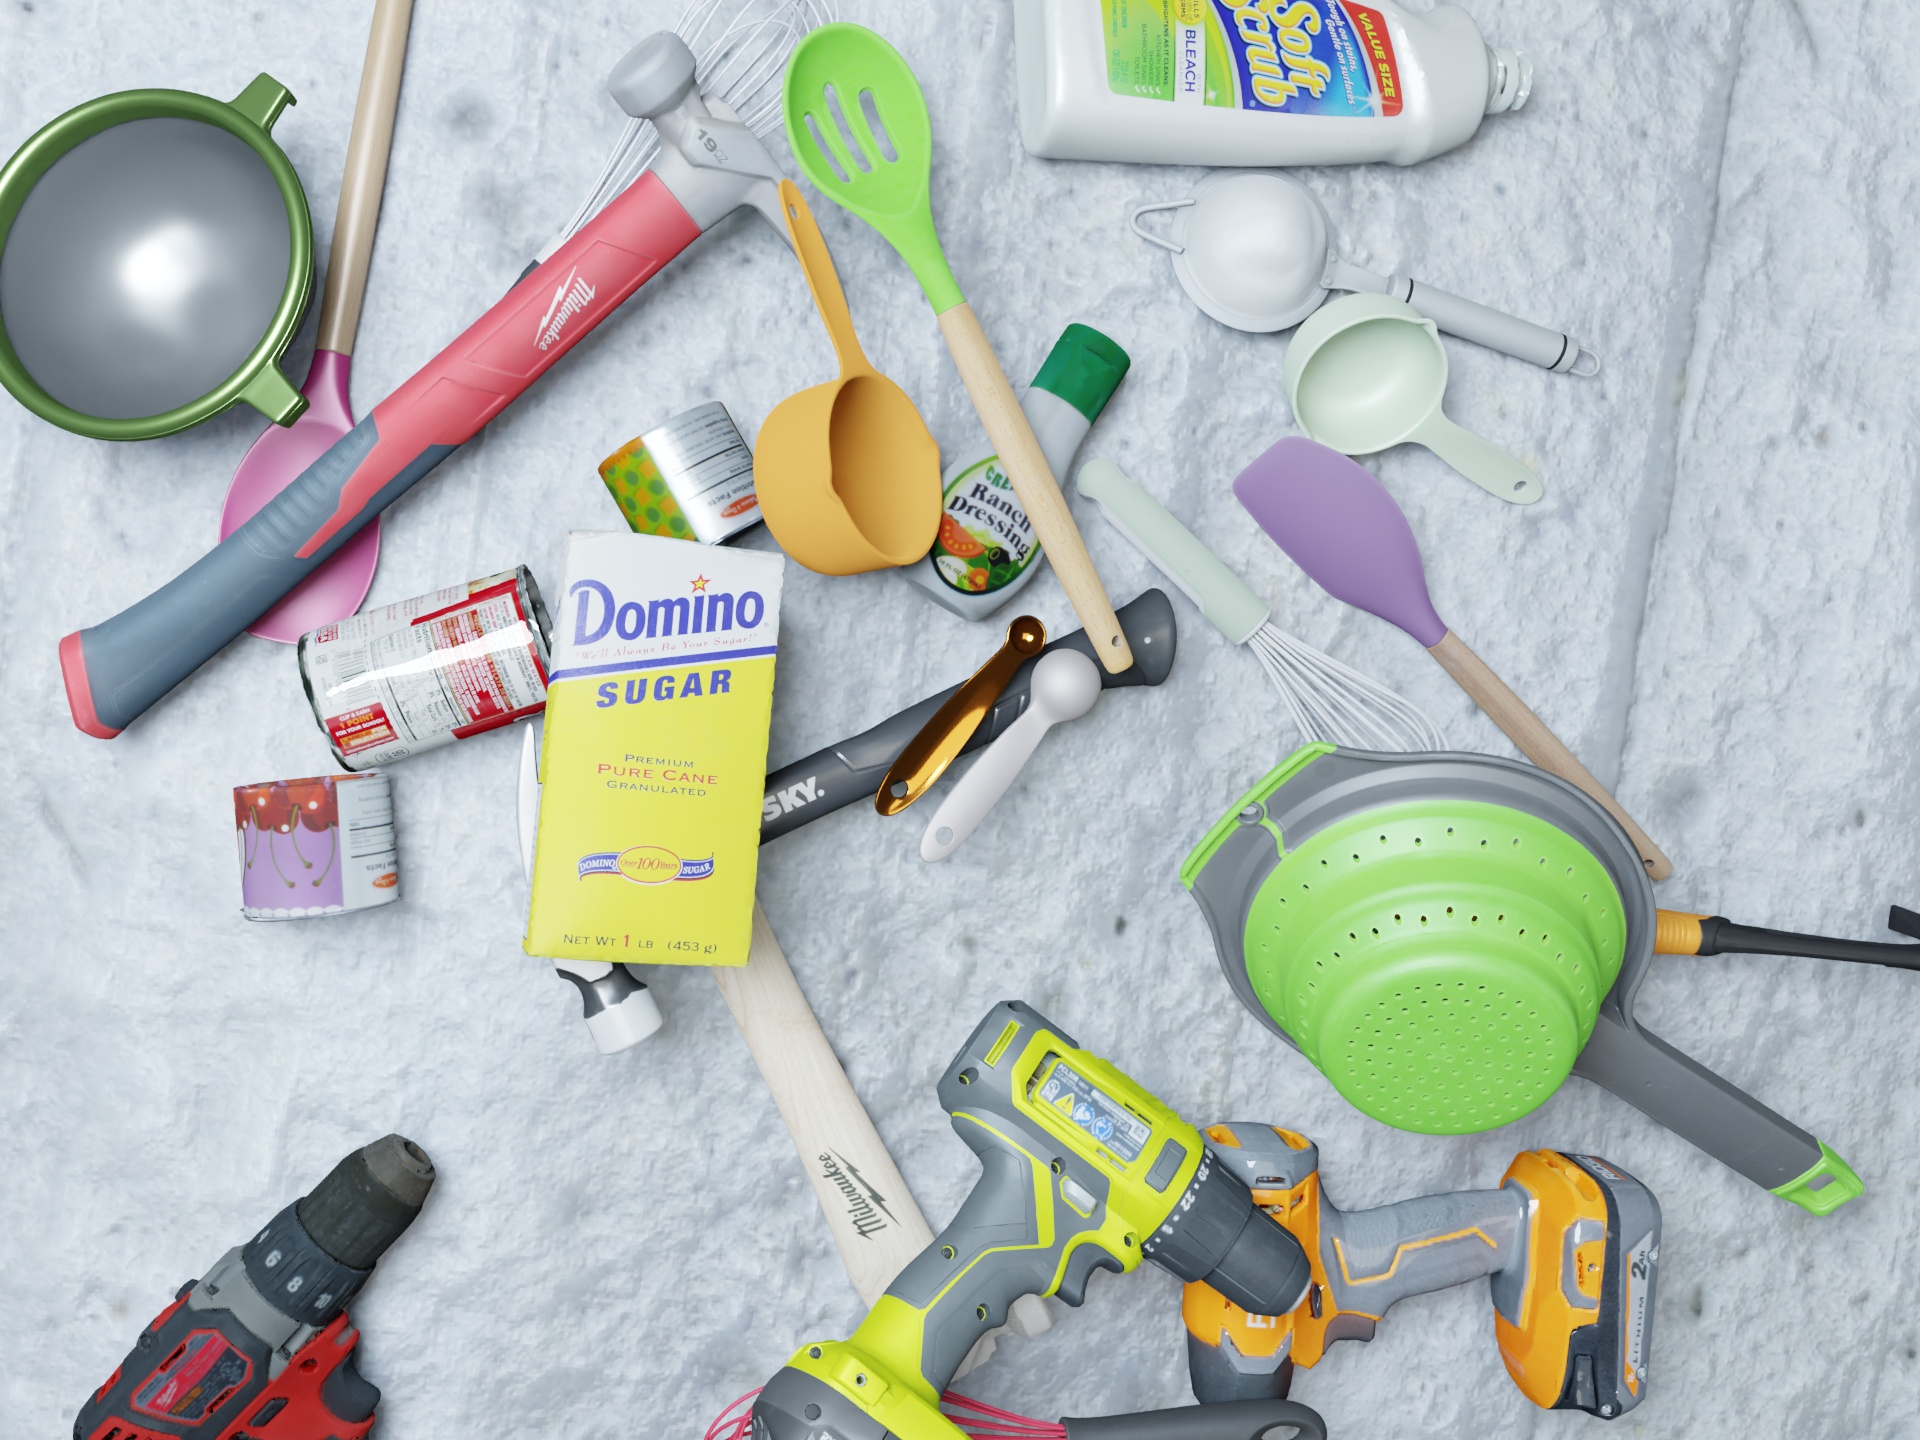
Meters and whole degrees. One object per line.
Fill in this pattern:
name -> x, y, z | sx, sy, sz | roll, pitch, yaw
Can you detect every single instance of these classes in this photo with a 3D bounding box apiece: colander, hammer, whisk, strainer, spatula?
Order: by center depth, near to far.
strainer -> -0.388, -0.180, 0.689 | 0.256, 0.069, 0.151 | -6, 83, 6
hammer -> -0.228, -0.118, 0.702 | 0.386, 0.038, 0.143 | -41, 127, 1
whisk -> -0.160, -0.233, 0.725 | 0.070, 0.070, 0.284 | 42, 91, -9
whisk -> 0.029, 0.336, 0.737 | 0.295, 0.073, 0.073 | 2, 93, -9
hammer -> -0.043, 0.014, 0.738 | 0.335, 0.035, 0.146 | -25, 95, -17
colander -> 0.287, 0.164, 0.751 | 0.397, 0.095, 0.204 | 32, 123, -12
hammer -> -0.100, 0.141, 0.761 | 0.146, 0.038, 0.410 | -24, 96, -6
whisk -> 0.150, -0.041, 0.788 | 0.246, 0.058, 0.059 | 43, 93, -4
strainer -> 0.211, -0.218, 0.793 | 0.258, 0.050, 0.087 | 15, 82, -13
hammer -> 0.358, 0.106, 0.814 | 0.337, 0.127, 0.034 | 6, 94, 0
spatula -> 0.263, -0.026, 0.815 | 0.315, 0.018, 0.059 | 44, 122, -11

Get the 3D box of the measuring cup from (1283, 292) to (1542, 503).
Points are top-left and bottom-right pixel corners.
measuring cup -> 0.232, -0.156, 0.800 | 0.167, 0.038, 0.083 | 24, 124, -28

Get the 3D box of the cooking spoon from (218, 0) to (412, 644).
cooking spoon -> -0.280, -0.192, 0.723 | 0.068, 0.017, 0.319 | 10, 92, -13

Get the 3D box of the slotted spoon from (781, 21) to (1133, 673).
slotted spoon -> 0.005, -0.162, 0.724 | 0.070, 0.031, 0.313 | -29, 98, -20

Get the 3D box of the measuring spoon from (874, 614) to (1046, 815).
measuring spoon -> -0.001, -0.002, 0.731 | 0.021, 0.011, 0.117 | 42, 80, -16

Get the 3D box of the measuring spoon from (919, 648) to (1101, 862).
measuring spoon -> 0.023, 0.017, 0.732 | 0.034, 0.018, 0.124 | 42, 78, -12

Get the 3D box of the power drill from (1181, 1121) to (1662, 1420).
power drill -> 0.223, 0.292, 0.801 | 0.226, 0.084, 0.164 | 4, 93, -5

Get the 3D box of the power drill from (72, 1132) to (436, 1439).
power drill -> -0.256, 0.320, 0.726 | 0.226, 0.080, 0.188 | 44, 85, -6

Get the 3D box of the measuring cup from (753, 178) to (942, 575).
measuring cup -> -0.066, -0.148, 0.709 | 0.052, 0.095, 0.173 | -12, 102, 33

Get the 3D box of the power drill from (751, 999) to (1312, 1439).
power drill -> 0.036, 0.262, 0.699 | 0.190, 0.080, 0.228 | 37, 60, 3
